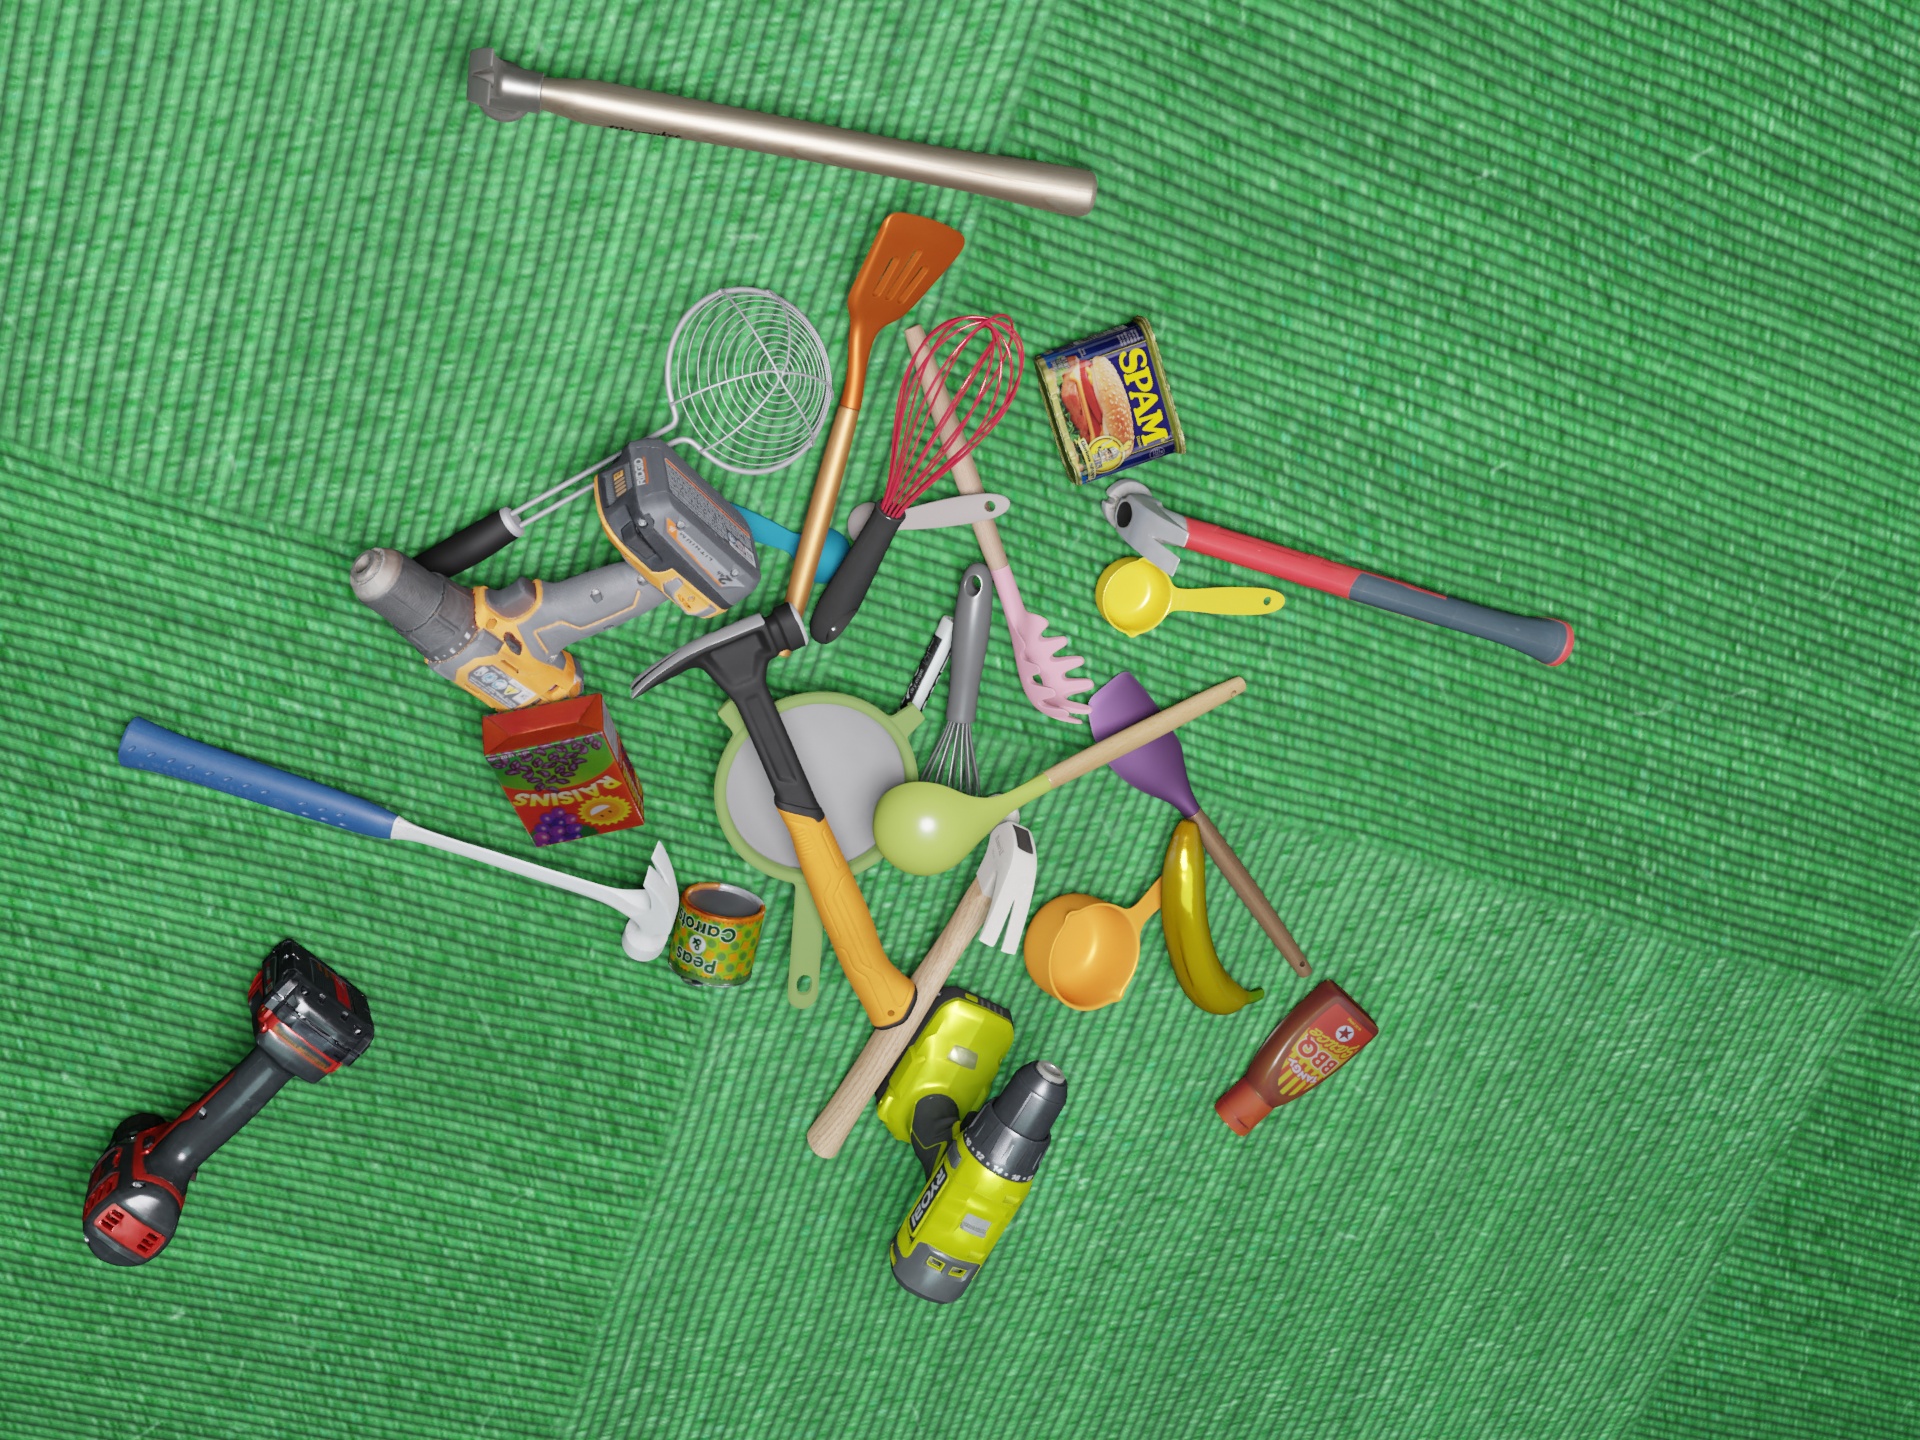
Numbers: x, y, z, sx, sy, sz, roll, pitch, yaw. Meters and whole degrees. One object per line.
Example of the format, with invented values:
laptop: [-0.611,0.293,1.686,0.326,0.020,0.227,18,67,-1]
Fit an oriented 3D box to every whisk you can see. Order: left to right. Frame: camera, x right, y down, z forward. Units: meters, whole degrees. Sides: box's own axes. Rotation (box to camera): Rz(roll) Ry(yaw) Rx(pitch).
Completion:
whisk: [-0.041,-0.161,1.102,0.073,0.073,0.295,22,128,-15]
whisk: [-0.002,-0.004,1.199,0.055,0.055,0.239,4,110,-10]

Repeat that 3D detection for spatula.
spatula: [-0.079,-0.194,1.117,0.081,0.041,0.322,-1,113,-51]
spatula: [0.199,0.094,1.282,0.060,0.018,0.315,-40,109,-8]

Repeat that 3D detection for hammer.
hammer: [-0.399,0.077,1.155,0.405,0.035,0.144,19,146,-9]
hammer: [-0.106,-0.376,1.030,0.410,0.146,0.038,5,107,-15]
hammer: [-0.115,0.087,1.151,0.127,0.034,0.336,-24,112,-6]
hammer: [-0.034,0.220,1.252,0.031,0.130,0.331,24,112,-20]
hammer: [0.299,-0.097,1.182,0.386,0.143,0.038,14,109,-17]

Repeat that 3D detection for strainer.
strainer: [-0.116,0.092,1.209,0.151,0.069,0.256,1,109,-14]

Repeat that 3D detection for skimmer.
skimmer: [-0.259,-0.177,1.121,0.363,0.090,0.127,-26,115,12]

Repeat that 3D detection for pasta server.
pasta server: [0.026,-0.140,1.171,0.040,0.060,0.316,-10,110,32]

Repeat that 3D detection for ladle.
ladle: [0.080,0.029,1.201,0.320,0.062,0.078,-25,128,-21]

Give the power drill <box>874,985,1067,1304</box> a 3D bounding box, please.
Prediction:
power drill: [0.006,0.300,1.210,0.080,0.229,0.190,27,102,-16]

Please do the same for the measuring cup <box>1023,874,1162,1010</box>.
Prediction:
measuring cup: [0.123,0.156,1.282,0.173,0.052,0.095,-41,117,-20]

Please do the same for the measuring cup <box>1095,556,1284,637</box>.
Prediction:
measuring cup: [0.175,-0.096,1.219,0.156,0.029,0.062,0,108,-21]

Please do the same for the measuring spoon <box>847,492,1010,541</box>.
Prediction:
measuring spoon: [-0.025,-0.147,1.149,0.124,0.018,0.034,-7,107,17]

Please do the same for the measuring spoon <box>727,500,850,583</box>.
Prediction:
measuring spoon: [-0.139,-0.134,1.155,0.128,0.021,0.042,21,104,-16]

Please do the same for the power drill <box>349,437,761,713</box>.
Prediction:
power drill: [-0.273,-0.097,1.070,0.226,0.084,0.185,-29,140,16]

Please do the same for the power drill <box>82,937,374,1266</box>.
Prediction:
power drill: [-0.545,0.274,1.170,0.227,0.188,0.080,-48,113,-11]
